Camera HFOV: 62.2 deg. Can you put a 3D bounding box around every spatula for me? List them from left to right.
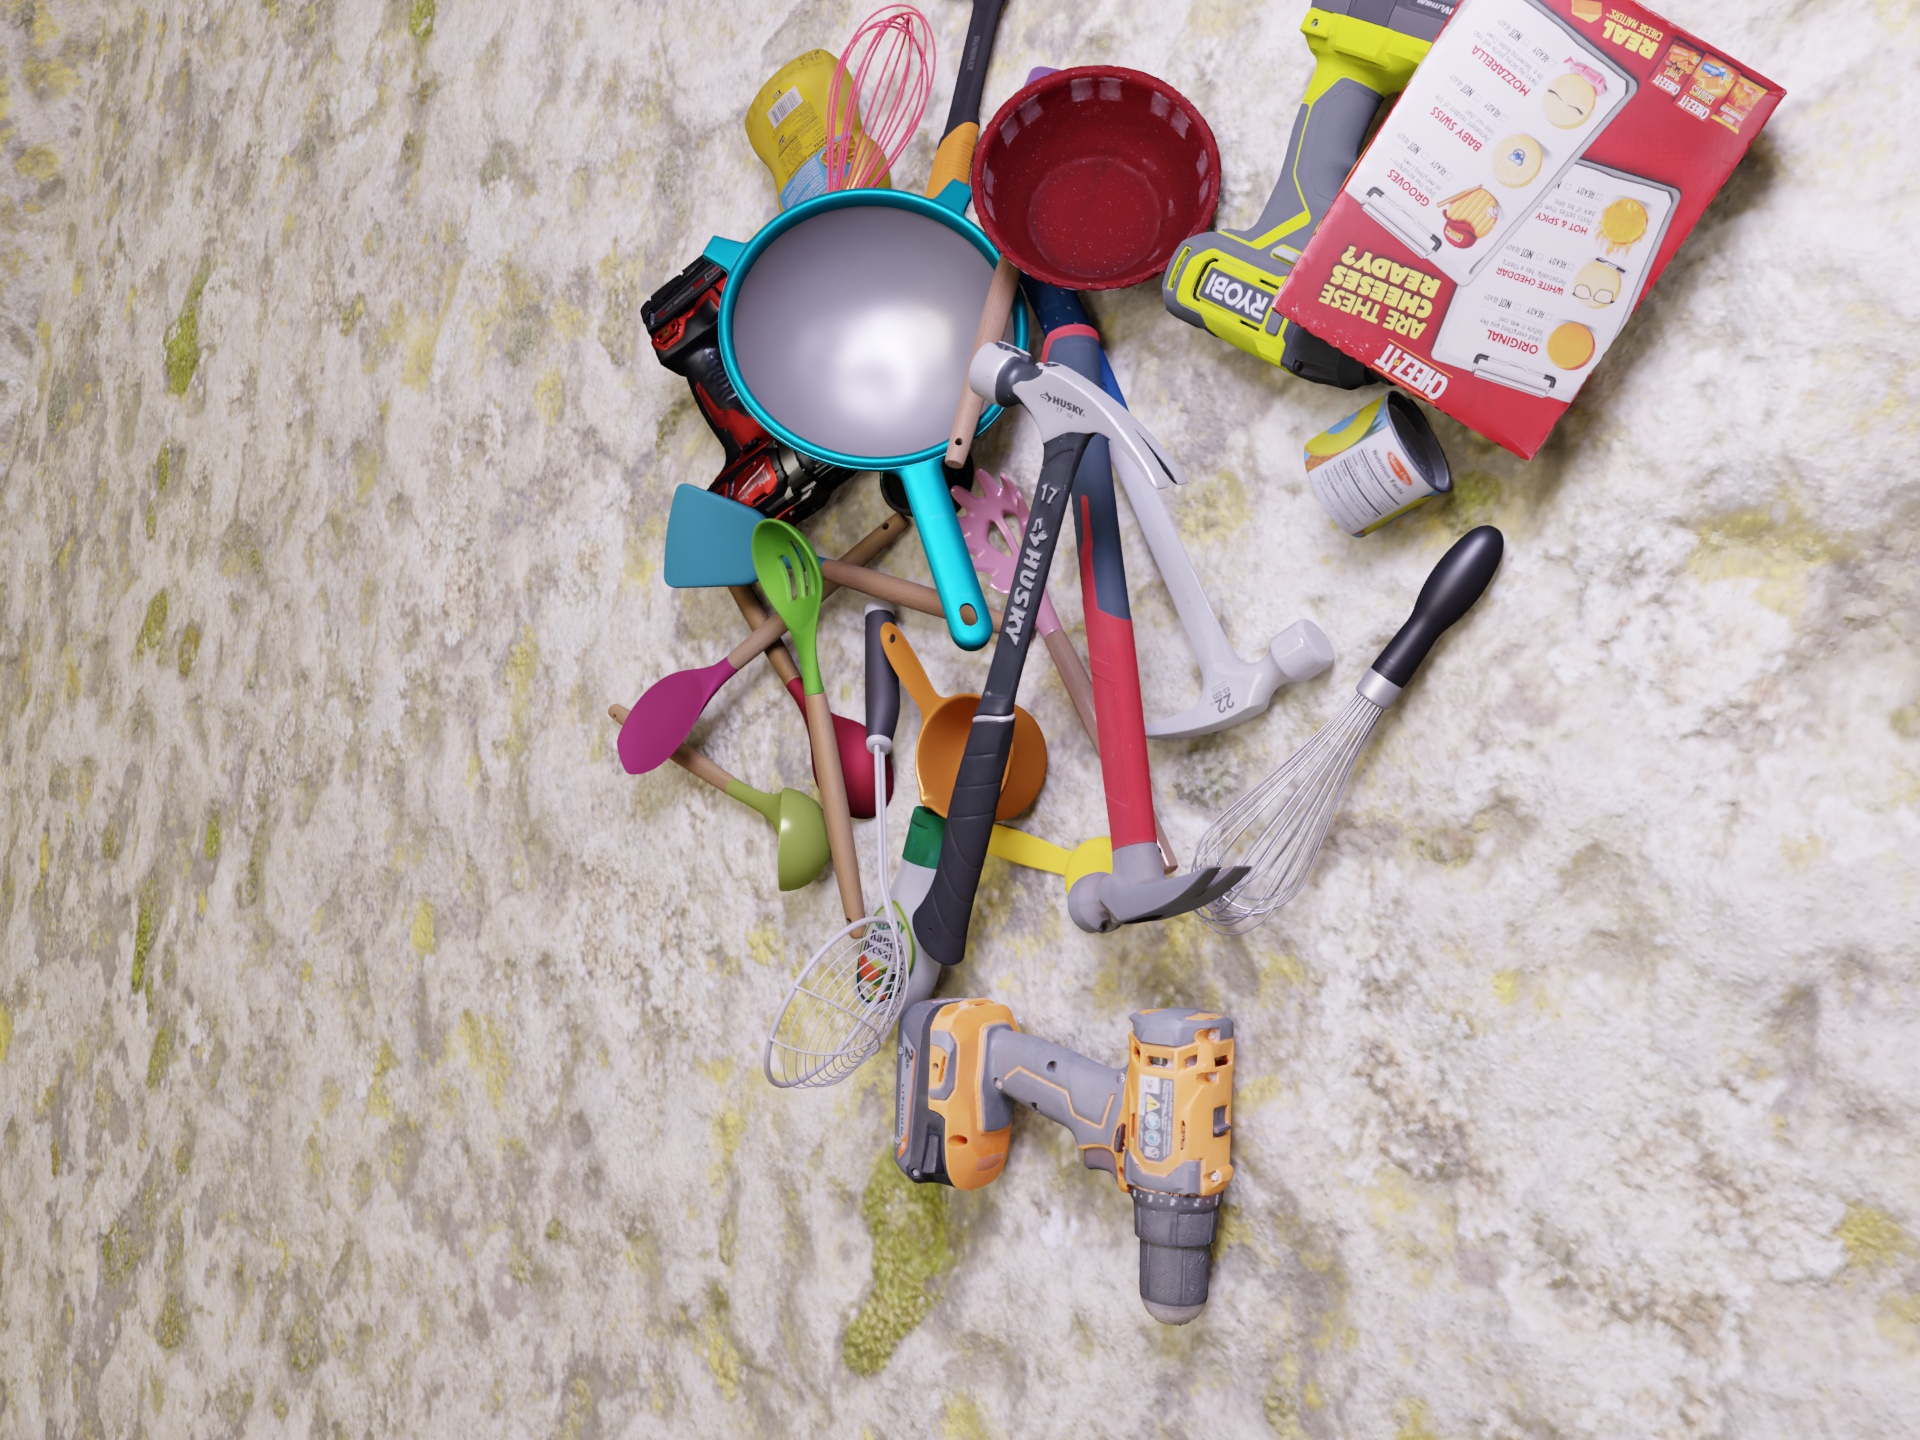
[{"bbox_3d":[-0.086,-0.104,1.174,0.318,0.044,0.082,19,106,30],"label":"spatula"},{"bbox_3d":[0.037,-0.313,1.080,0.060,0.018,0.316,14,74,4],"label":"spatula"}]

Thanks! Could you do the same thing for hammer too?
[{"bbox_3d":[-0.001,-0.408,1.176,0.127,0.034,0.337,18,96,42],"label":"hammer"},{"bbox_3d":[0.030,-0.016,0.993,0.149,0.036,0.408,33,123,32],"label":"hammer"},{"bbox_3d":[0.104,-0.174,1.056,0.144,0.035,0.406,-35,63,32],"label":"hammer"},{"bbox_3d":[0.099,-0.072,0.977,0.143,0.038,0.386,-30,62,57],"label":"hammer"}]

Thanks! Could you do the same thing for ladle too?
[{"bbox_3d":[-0.209,0.047,1.286,0.320,0.062,0.078,27,123,42],"label":"ladle"},{"bbox_3d":[-0.140,-0.048,1.257,0.069,0.031,0.316,-49,55,24],"label":"ladle"}]

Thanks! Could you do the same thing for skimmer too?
[{"bbox_3d":[-0.085,0.073,1.105,0.090,0.127,0.364,-7,58,7],"label":"skimmer"}]

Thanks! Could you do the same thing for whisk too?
[{"bbox_3d":[-0.087,-0.381,1.174,0.073,0.073,0.296,27,102,39],"label":"whisk"},{"bbox_3d":[0.224,0.008,0.922,0.070,0.070,0.284,44,109,35],"label":"whisk"}]

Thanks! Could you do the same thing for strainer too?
[{"bbox_3d":[-0.042,-0.198,1.103,0.211,0.095,0.340,-16,78,-8],"label":"strainer"}]

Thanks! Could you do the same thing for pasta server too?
[{"bbox_3d":[0.070,-0.037,1.060,0.060,0.040,0.316,-34,62,18],"label":"pasta server"}]

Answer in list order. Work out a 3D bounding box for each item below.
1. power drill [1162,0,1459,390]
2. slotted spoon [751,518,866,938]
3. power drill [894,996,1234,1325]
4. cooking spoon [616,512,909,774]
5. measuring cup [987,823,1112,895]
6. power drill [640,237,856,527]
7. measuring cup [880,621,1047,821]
[{"bbox_3d":[0.233,-0.315,0.939,0.171,0.080,0.223,38,113,37],"label":"power drill"},{"bbox_3d":[-0.103,0.006,1.167,0.070,0.031,0.314,-7,94,47],"label":"slotted spoon"},{"bbox_3d":[0.067,0.269,1.008,0.226,0.084,0.185,-1,86,36],"label":"power drill"},{"bbox_3d":[-0.160,-0.060,1.247,0.319,0.017,0.069,-38,57,21],"label":"cooking spoon"},{"bbox_3d":[0.057,0.093,1.066,0.157,0.029,0.062,15,95,39],"label":"measuring cup"},{"bbox_3d":[-0.149,-0.266,1.259,0.188,0.080,0.227,-29,70,27],"label":"power drill"},{"bbox_3d":[-0.002,-0.004,1.116,0.095,0.052,0.174,-49,55,25],"label":"measuring cup"}]
